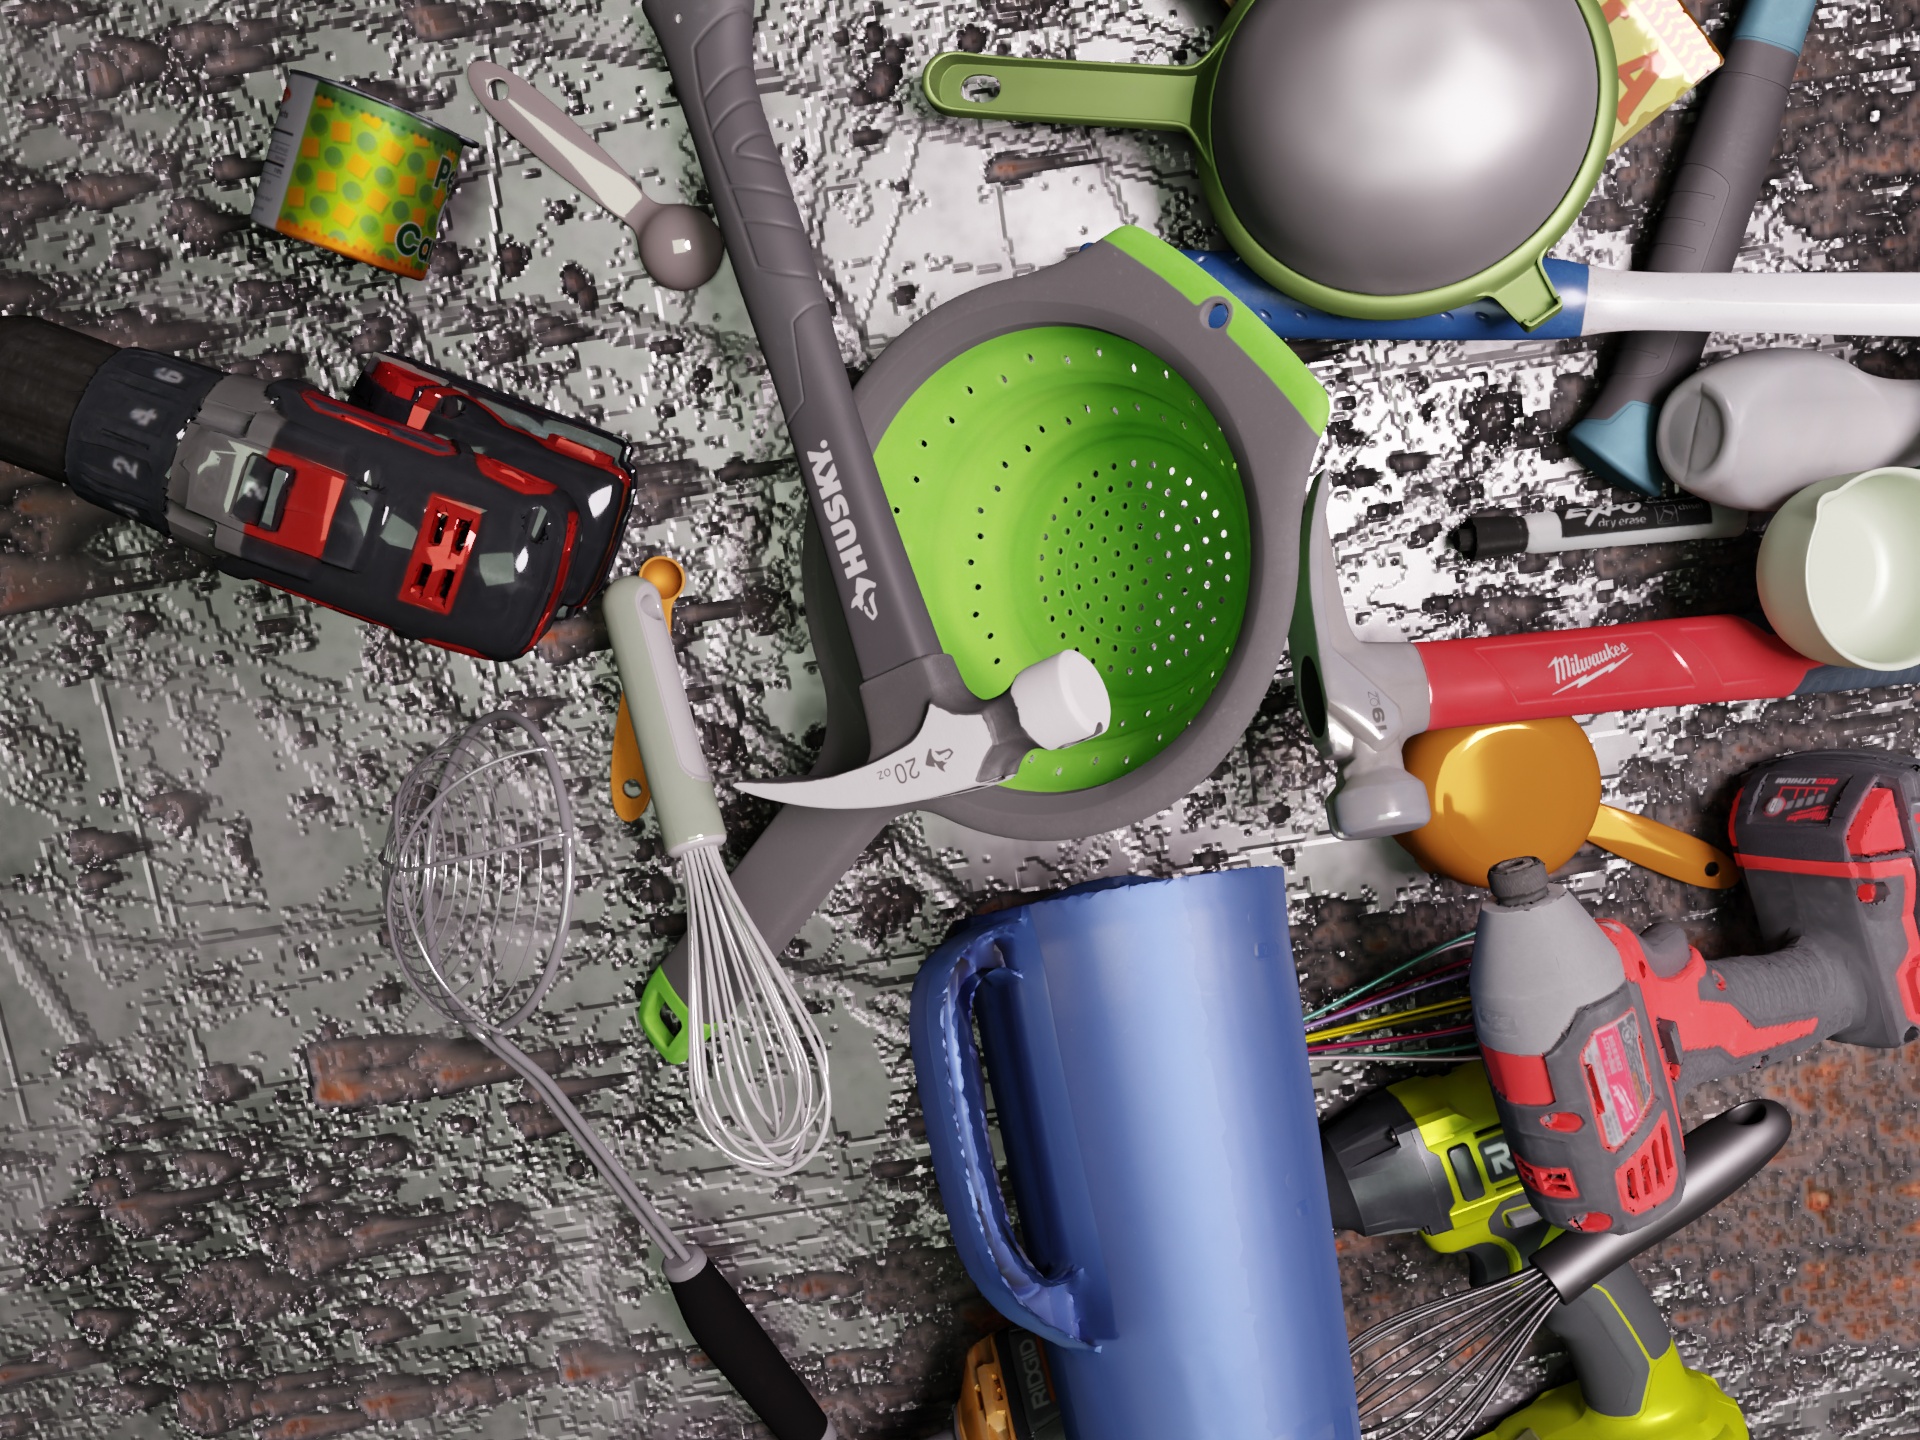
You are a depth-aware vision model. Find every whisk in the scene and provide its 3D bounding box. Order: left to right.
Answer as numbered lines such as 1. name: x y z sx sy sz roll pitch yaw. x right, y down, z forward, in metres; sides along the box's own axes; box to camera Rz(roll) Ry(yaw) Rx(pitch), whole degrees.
1. whisk: -0.101 0.057 0.627 0.059 0.057 0.246 -22 78 24
2. whisk: 0.150 0.138 0.695 0.245 0.047 0.051 -14 101 4
3. whisk: 0.240 0.227 0.644 0.239 0.055 0.055 -35 99 -3

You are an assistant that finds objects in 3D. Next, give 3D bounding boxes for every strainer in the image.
1. strainer: 0.103 -0.230 0.570 0.256 0.069 0.151 9 94 14

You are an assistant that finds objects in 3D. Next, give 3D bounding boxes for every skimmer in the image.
1. skimmer: -0.130 0.168 0.681 0.090 0.127 0.363 -45 116 -35

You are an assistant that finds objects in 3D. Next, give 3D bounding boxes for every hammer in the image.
1. hammer: -0.061 -0.127 0.597 0.146 0.035 0.335 -23 81 30
2. hammer: 0.243 -0.161 0.590 0.405 0.035 0.144 5 97 15
3. hammer: 0.316 -0.256 0.639 0.128 0.033 0.331 16 99 -4
4. hammer: 0.321 -0.041 0.649 0.386 0.038 0.143 -5 77 -11

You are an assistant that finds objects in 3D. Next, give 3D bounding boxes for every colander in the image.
1. colander: -0.001 -0.002 0.644 0.205 0.094 0.397 49 116 20

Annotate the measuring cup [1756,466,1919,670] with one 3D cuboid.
1. measuring cup: 0.370 -0.093 0.616 0.083 0.038 0.167 38 82 -12

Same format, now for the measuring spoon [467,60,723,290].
1. measuring spoon: -0.148 -0.220 0.634 0.124 0.018 0.034 40 96 -7

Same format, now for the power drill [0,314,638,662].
1. power drill: -0.211 -0.086 0.548 0.188 0.227 0.080 20 98 -6

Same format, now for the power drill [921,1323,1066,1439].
1. power drill: -0.022 0.377 0.703 0.226 0.084 0.185 -25 116 3

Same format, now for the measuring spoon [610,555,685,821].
1. measuring spoon: -0.133 -0.013 0.676 0.021 0.011 0.117 11 103 1

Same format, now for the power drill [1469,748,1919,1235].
1. power drill: 0.297 0.094 0.632 0.219 0.078 0.143 -21 97 -22

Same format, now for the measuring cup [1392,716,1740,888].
1. measuring cup: 0.264 0.042 0.676 0.173 0.052 0.095 21 98 -3

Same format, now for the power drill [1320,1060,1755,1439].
1. power drill: 0.249 0.260 0.704 0.171 0.080 0.223 -20 96 1
